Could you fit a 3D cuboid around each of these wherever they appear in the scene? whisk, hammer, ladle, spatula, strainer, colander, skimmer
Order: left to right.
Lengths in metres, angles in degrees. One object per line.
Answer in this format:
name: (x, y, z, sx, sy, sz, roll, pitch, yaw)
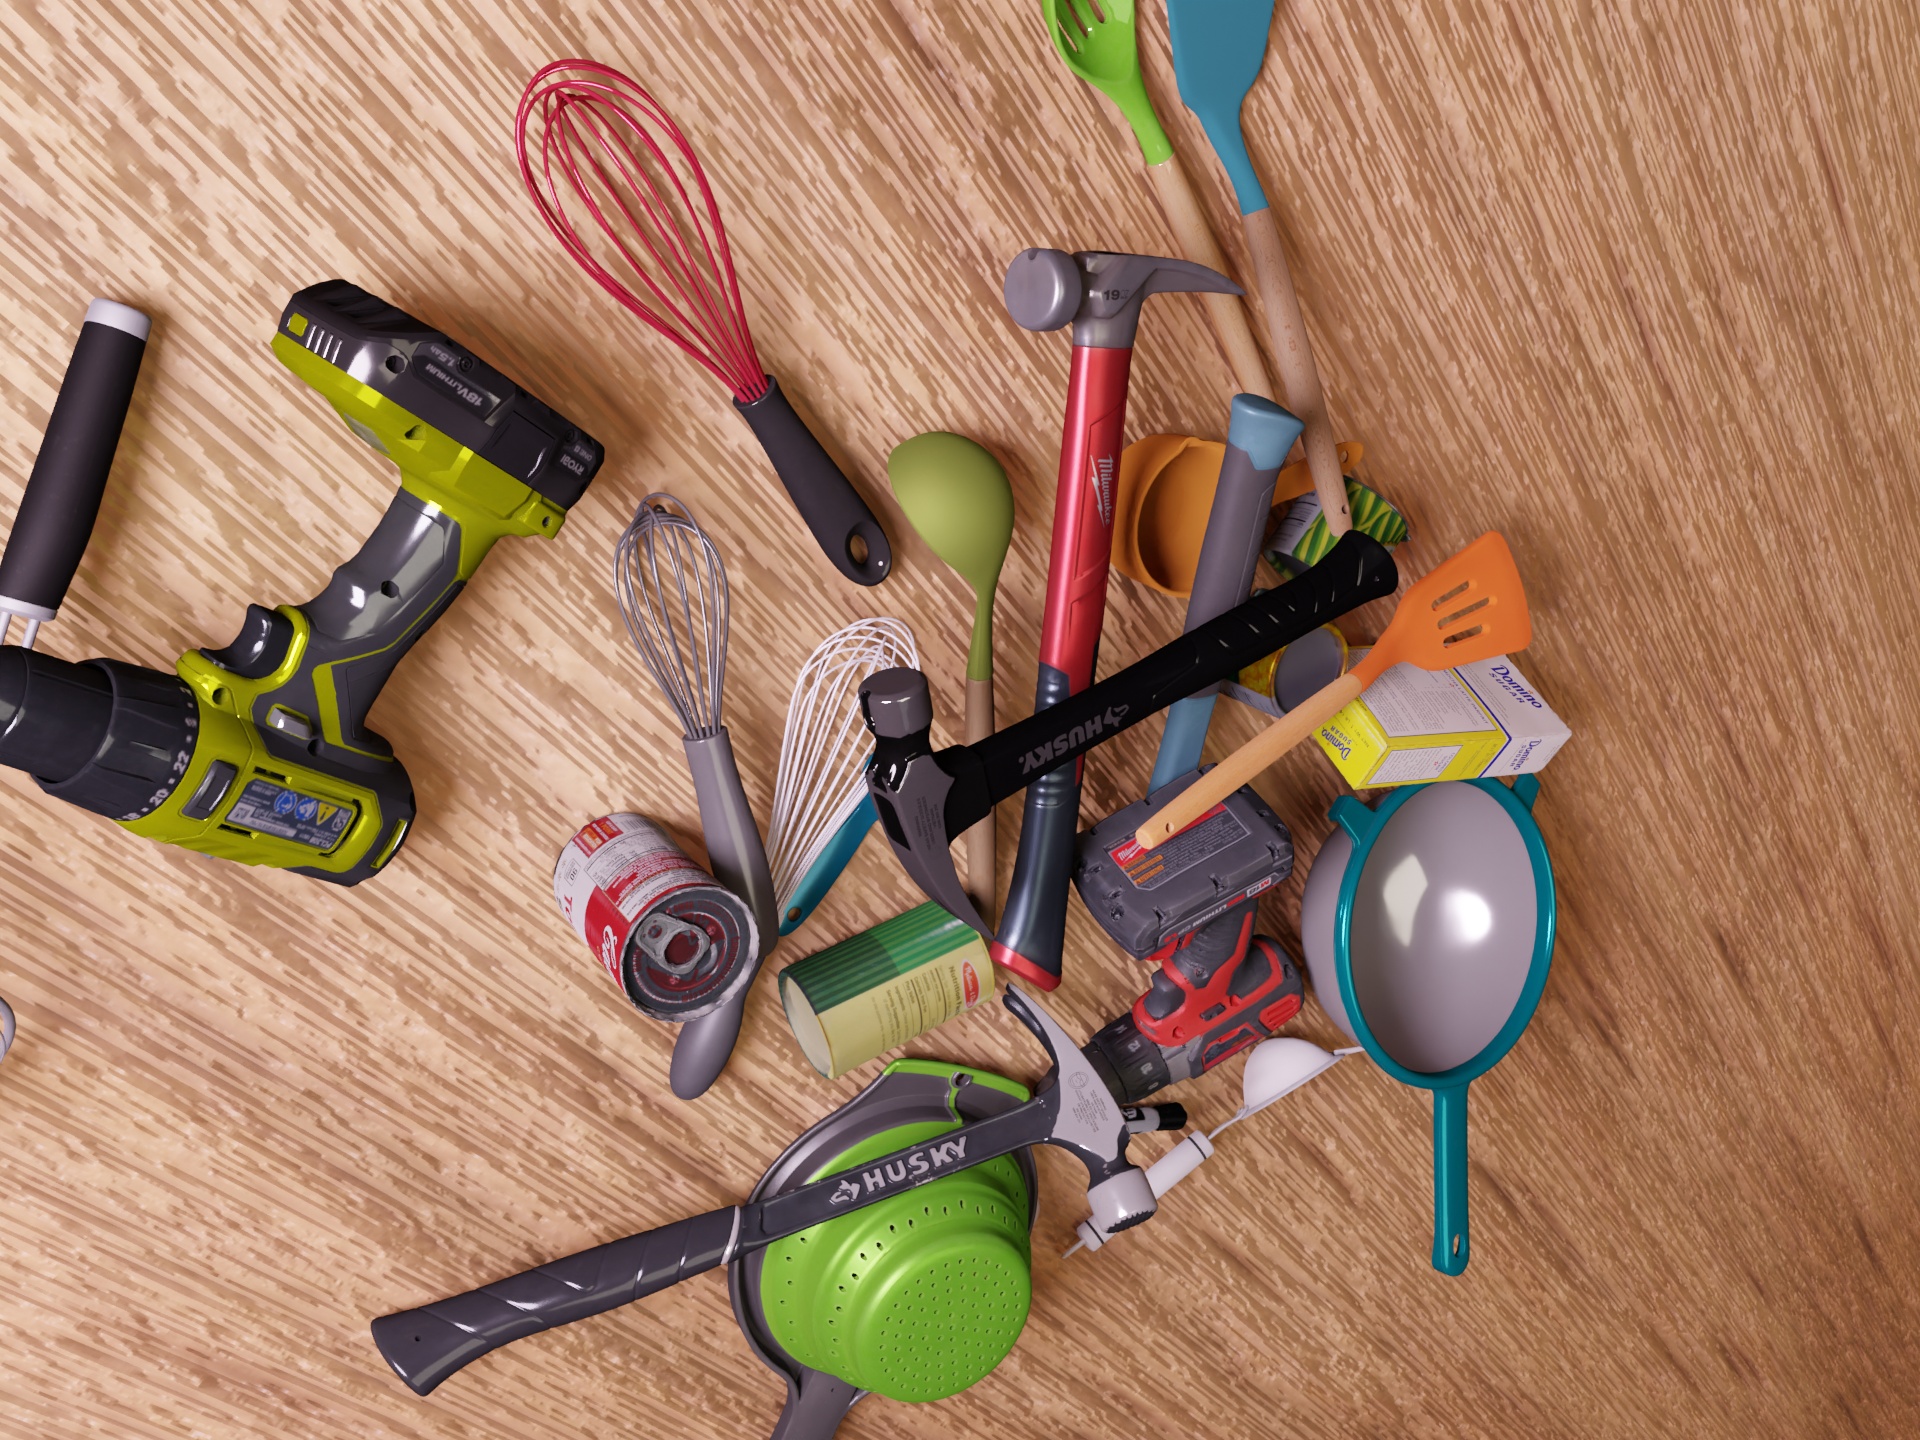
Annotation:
skimmer: (-0.397, 0.009, 0.616, 0.127, 0.090, 0.363, 21, 85, -57)
whisk: (-0.120, 0.008, 0.768, 0.055, 0.055, 0.238, -20, 110, -26)
whisk: (-0.104, -0.166, 0.730, 0.073, 0.073, 0.295, -44, 132, -12)
hammer: (-0.105, 0.264, 0.856, 0.409, 0.149, 0.036, -16, 152, -15)
whisk: (-0.093, 0.075, 0.830, 0.070, 0.070, 0.284, 18, 102, -36)
colander: (-0.058, 0.399, 0.940, 0.204, 0.095, 0.397, 20, 98, -31)
ladle: (-0.001, -0.003, 0.866, 0.062, 0.078, 0.320, 5, 121, 10)
hammer: (0.068, -0.042, 0.826, 0.143, 0.038, 0.386, -12, 115, -41)
hammer: (0.101, -0.015, 0.807, 0.335, 0.035, 0.146, -27, 122, -27)
hammer: (0.137, -0.030, 0.899, 0.128, 0.033, 0.330, -12, 130, -26)
strainer: (0.169, 0.283, 1.087, 0.258, 0.050, 0.086, -36, 167, -10)
spatula: (0.173, -0.251, 0.859, 0.082, 0.044, 0.317, -26, 105, -28)
spatula: (0.220, -0.011, 0.923, 0.322, 0.041, 0.081, -32, 110, -30)
strainer: (0.301, 0.198, 1.077, 0.211, 0.095, 0.340, -5, 96, -33)

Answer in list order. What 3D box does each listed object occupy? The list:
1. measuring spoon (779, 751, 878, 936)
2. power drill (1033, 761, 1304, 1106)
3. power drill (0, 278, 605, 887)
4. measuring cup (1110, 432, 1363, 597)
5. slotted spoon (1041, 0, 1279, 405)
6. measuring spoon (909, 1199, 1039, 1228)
measuring spoon: (-0.058, 0.068, 0.867, 0.042, 0.021, 0.128, 41, 82, -36)
power drill: (0.119, 0.150, 0.957, 0.188, 0.080, 0.226, -28, 139, -12)
power drill: (-0.262, -0.052, 0.629, 0.228, 0.080, 0.190, -58, 147, -2)
measuring cup: (0.152, -0.133, 0.911, 0.173, 0.052, 0.095, -24, 119, -26)
slotted spoon: (0.115, -0.276, 0.846, 0.070, 0.031, 0.313, -53, 130, -24)
measuring spoon: (0.003, 0.312, 1.002, 0.124, 0.018, 0.034, 11, 102, -36)
